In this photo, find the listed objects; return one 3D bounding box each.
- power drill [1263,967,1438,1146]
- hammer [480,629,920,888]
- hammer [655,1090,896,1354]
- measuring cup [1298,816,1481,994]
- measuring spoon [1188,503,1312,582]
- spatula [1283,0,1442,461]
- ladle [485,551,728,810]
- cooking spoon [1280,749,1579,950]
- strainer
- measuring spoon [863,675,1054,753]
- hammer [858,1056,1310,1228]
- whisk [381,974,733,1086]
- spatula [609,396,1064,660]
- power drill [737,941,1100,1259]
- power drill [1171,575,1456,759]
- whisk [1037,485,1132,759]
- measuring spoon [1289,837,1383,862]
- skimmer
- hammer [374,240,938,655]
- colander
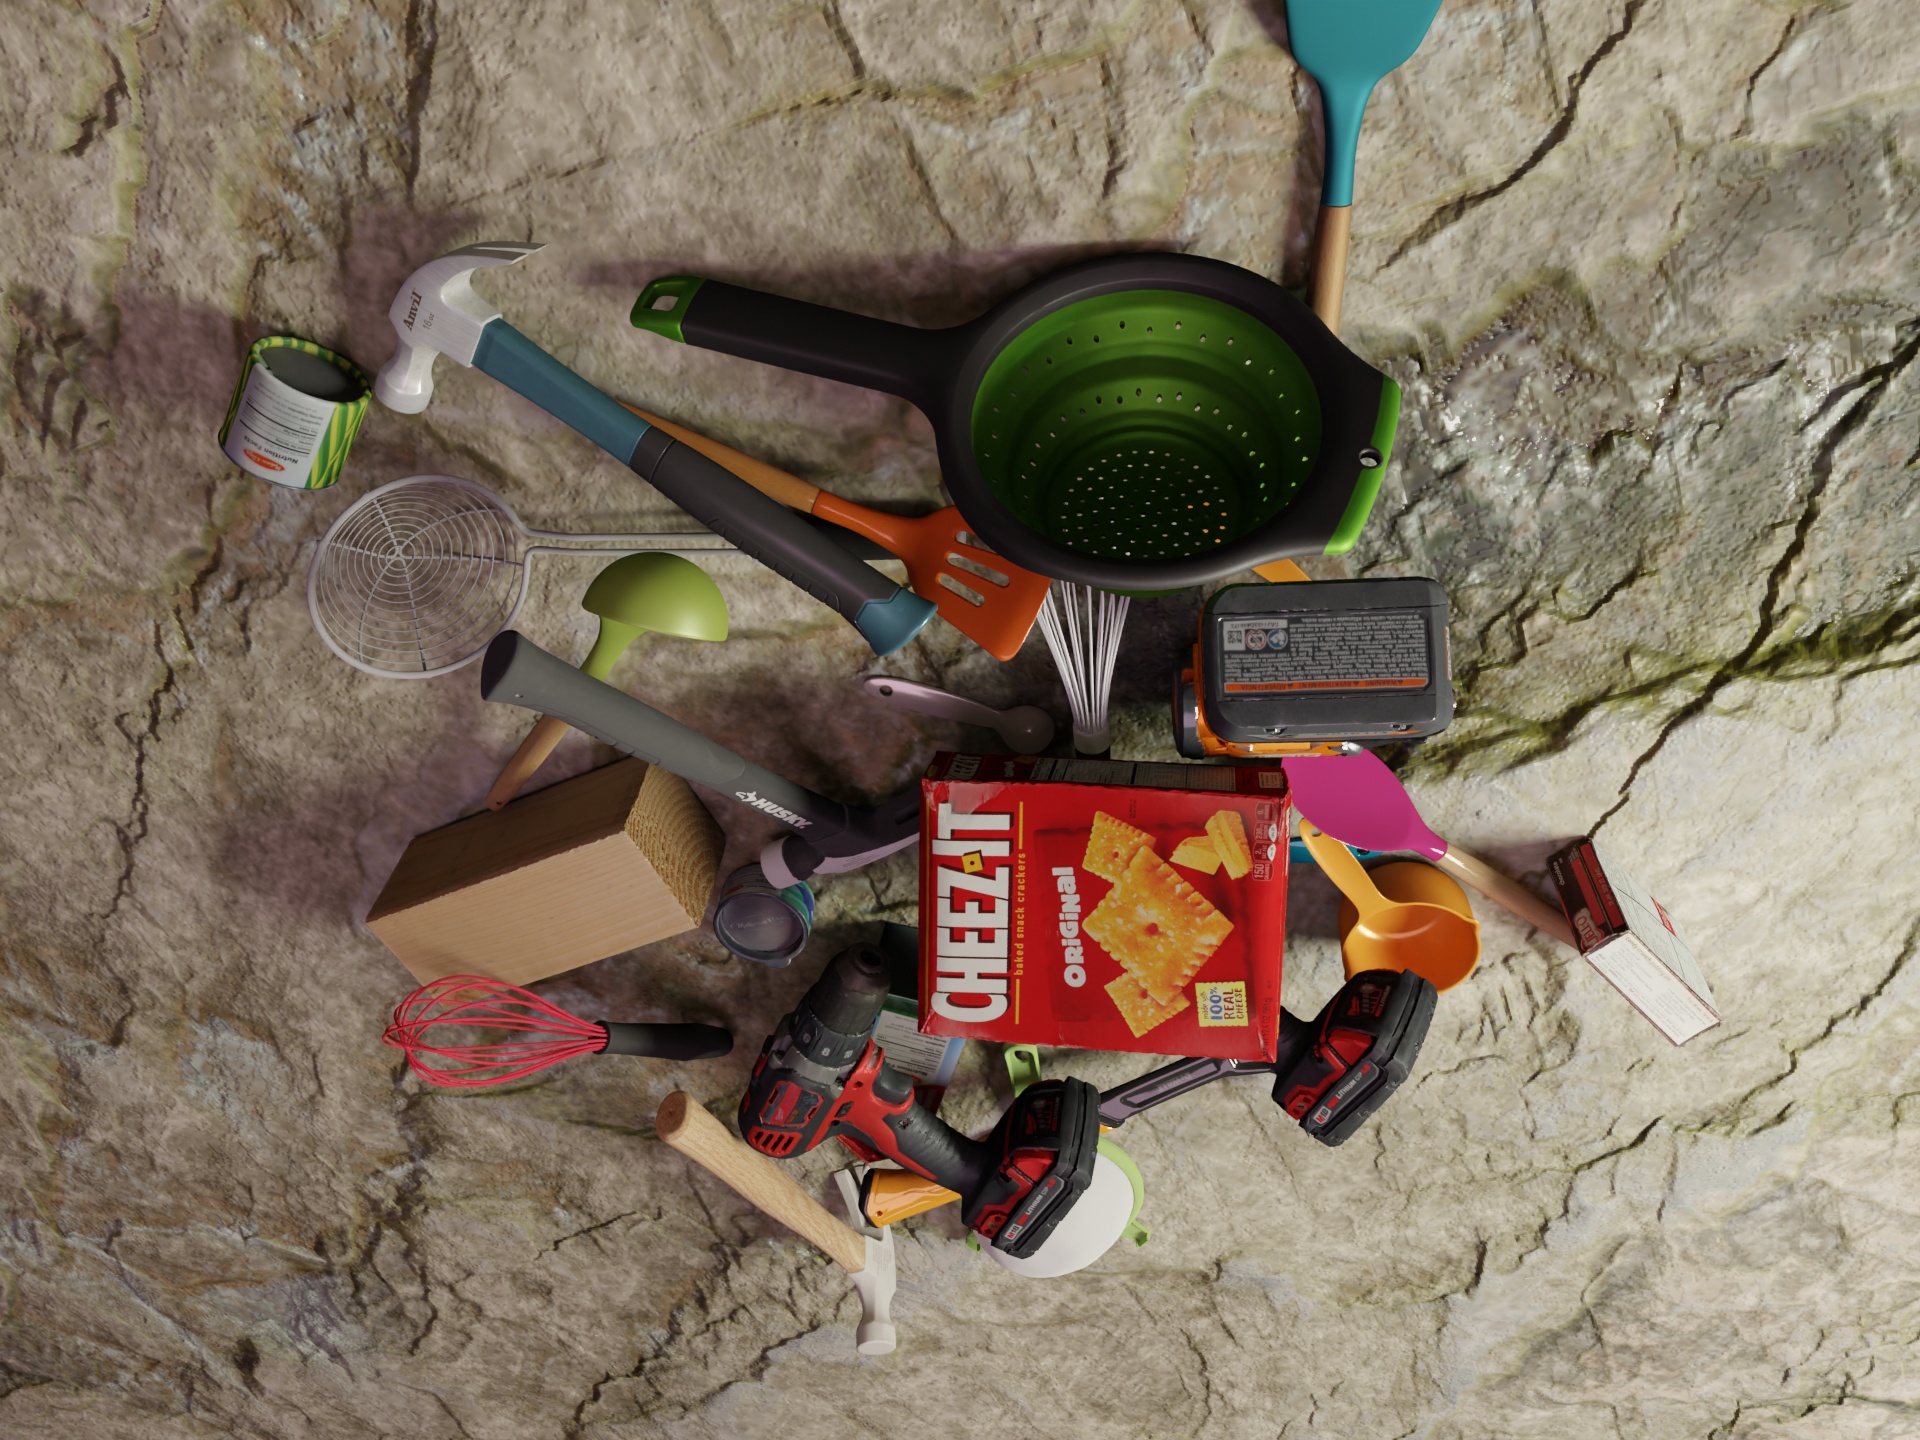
[{"bbox_3d":[0.183,0.162,1.023,0.220,0.078,0.143,32,134,9],"label":"power drill"},{"bbox_3d":[-0.142,0.023,0.921,0.146,0.035,0.334,-21,150,25],"label":"hammer"},{"bbox_3d":[-0.125,0.349,1.158,0.031,0.130,0.331,-17,139,15],"label":"hammer"},{"bbox_3d":[0.266,0.106,1.026,0.095,0.052,0.173,-31,116,25],"label":"measuring cup"},{"bbox_3d":[0.176,-0.094,0.915,0.117,0.011,0.021,35,122,-14],"label":"measuring spoon"},{"bbox_3d":[0.184,-0.229,0.793,0.082,0.044,0.317,0,127,2],"label":"spatula"},{"bbox_3d":[-0.227,-0.005,0.940,0.078,0.062,0.320,10,148,-31],"label":"ladle"},{"bbox_3d":[0.323,0.095,1.017,0.318,0.069,0.017,29,152,-20],"label":"cooking spoon"},{"bbox_3d":[0.060,0.347,1.209,0.151,0.069,0.256,-4,127,9],"label":"strainer"},{"bbox_3d":[-0.002,-0.003,0.992,0.124,0.018,0.034,16,126,-5],"label":"measuring spoon"},{"bbox_3d":[0.081,0.298,1.148,0.337,0.034,0.127,-25,105,12],"label":"hammer"},{"bbox_3d":[-0.260,0.214,1.076,0.073,0.073,0.295,-33,152,26],"label":"whisk"},{"bbox_3d":[-0.102,-0.130,0.872,0.322,0.041,0.081,23,98,0],"label":"spatula"},{"bbox_3d":[-0.021,0.248,1.053,0.226,0.080,0.187,24,125,-6],"label":"power drill"},{"bbox_3d":[0.199,-0.019,0.858,0.164,0.226,0.084,-2,83,5],"label":"power drill"},{"bbox_3d":[0.077,-0.017,0.956,0.070,0.070,0.284,-2,131,7],"label":"whisk"},{"bbox_3d":[0.212,0.091,1.036,0.128,0.021,0.042,-4,126,10],"label":"measuring spoon"},{"bbox_3d":[-0.181,-0.084,0.906,0.363,0.090,0.127,0,126,6],"label":"skimmer"},{"bbox_3d":[-0.159,-0.137,0.849,0.331,0.033,0.128,34,127,0],"label":"hammer"},{"bbox_3d":[0.017,-0.152,0.824,0.397,0.205,0.094,16,155,14],"label":"colander"}]
